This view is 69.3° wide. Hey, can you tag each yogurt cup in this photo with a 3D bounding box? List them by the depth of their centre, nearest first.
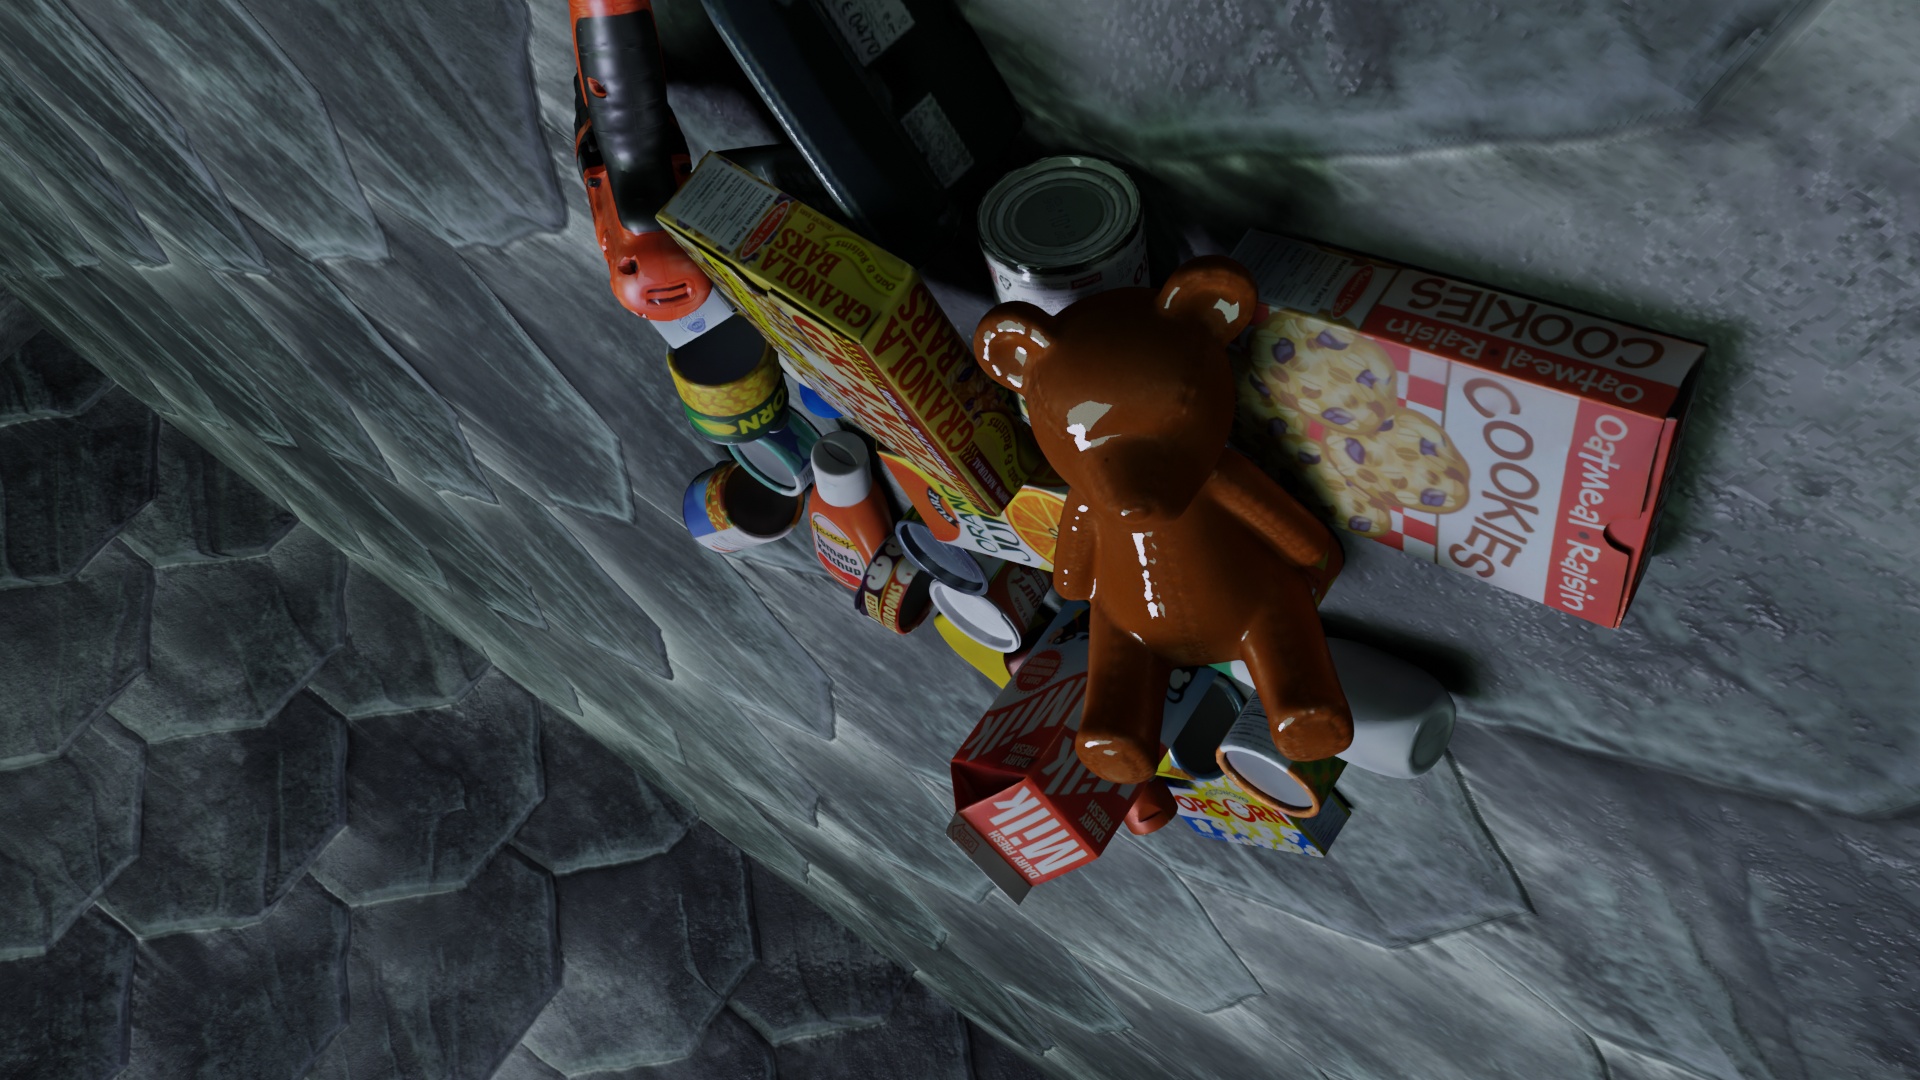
[{"bbox_3d":[0.022,0.029,0.877,0.072,0.054,0.072,31,156,16],"label":"yogurt cup"}]

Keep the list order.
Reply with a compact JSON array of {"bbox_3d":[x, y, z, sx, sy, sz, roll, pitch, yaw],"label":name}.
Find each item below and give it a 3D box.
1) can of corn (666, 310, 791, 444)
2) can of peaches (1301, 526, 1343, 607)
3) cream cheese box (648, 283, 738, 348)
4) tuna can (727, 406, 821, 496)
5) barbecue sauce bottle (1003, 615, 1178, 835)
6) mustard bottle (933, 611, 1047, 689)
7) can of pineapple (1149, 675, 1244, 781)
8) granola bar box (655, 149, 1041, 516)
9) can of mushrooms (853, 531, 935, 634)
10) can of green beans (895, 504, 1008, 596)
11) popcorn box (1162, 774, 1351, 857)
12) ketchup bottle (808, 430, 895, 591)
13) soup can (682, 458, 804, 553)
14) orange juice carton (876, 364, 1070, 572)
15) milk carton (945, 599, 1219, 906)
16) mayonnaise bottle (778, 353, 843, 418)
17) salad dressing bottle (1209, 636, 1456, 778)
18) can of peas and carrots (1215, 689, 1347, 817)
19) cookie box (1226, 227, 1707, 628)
[{"bbox_3d":[-0.141,-0.101,0.855,0.071,0.071,0.058,29,155,19],"label":"can of corn"},{"bbox_3d":[0.144,0.017,0.672,0.071,0.058,0.071,31,156,16],"label":"can of peaches"},{"bbox_3d":[-0.136,-0.143,0.786,0.024,0.053,0.103,48,155,-18],"label":"cream cheese box"},{"bbox_3d":[-0.127,-0.065,0.945,0.071,0.033,0.070,31,156,15],"label":"tuna can"},{"bbox_3d":[0.090,0.120,0.897,0.148,0.065,0.044,59,-174,-10],"label":"barbecue sauce bottle"},{"bbox_3d":[0.057,0.088,0.944,0.160,0.049,0.065,40,157,-6],"label":"mustard bottle"},{"bbox_3d":[0.134,0.115,0.857,0.071,0.071,0.058,47,155,-21],"label":"can of pineapple"},{"bbox_3d":[-0.043,-0.084,0.603,0.124,0.039,0.165,35,174,29],"label":"granola bar box"},{"bbox_3d":[-0.040,0.030,0.947,0.033,0.071,0.070,27,155,20],"label":"can of mushrooms"},{"bbox_3d":[0.004,-0.010,0.824,0.071,0.058,0.071,31,156,16],"label":"can of green beans"},{"bbox_3d":[0.180,0.161,0.914,0.085,0.038,0.126,47,155,-18],"label":"popcorn box"},{"bbox_3d":[-0.075,-0.020,0.941,0.065,0.044,0.148,34,156,18],"label":"ketchup bottle"},{"bbox_3d":[-0.160,-0.030,1.021,0.071,0.071,0.083,45,155,-17],"label":"soup can"},{"bbox_3d":[0.029,-0.038,0.715,0.193,0.073,0.071,15,149,43],"label":"orange juice carton"},{"bbox_3d":[0.065,0.109,0.788,0.072,0.191,0.073,49,154,-24],"label":"milk carton"},{"bbox_3d":[-0.072,-0.113,0.741,0.041,0.065,0.147,33,160,9],"label":"mayonnaise bottle"},{"bbox_3d":[0.181,0.071,0.723,0.148,0.064,0.043,28,138,43],"label":"salad dressing bottle"},{"bbox_3d":[0.189,0.117,0.792,0.071,0.059,0.070,32,156,16],"label":"can of peas and carrots"},{"bbox_3d":[0.180,-0.042,0.529,0.167,0.040,0.122,24,153,30],"label":"cookie box"}]
